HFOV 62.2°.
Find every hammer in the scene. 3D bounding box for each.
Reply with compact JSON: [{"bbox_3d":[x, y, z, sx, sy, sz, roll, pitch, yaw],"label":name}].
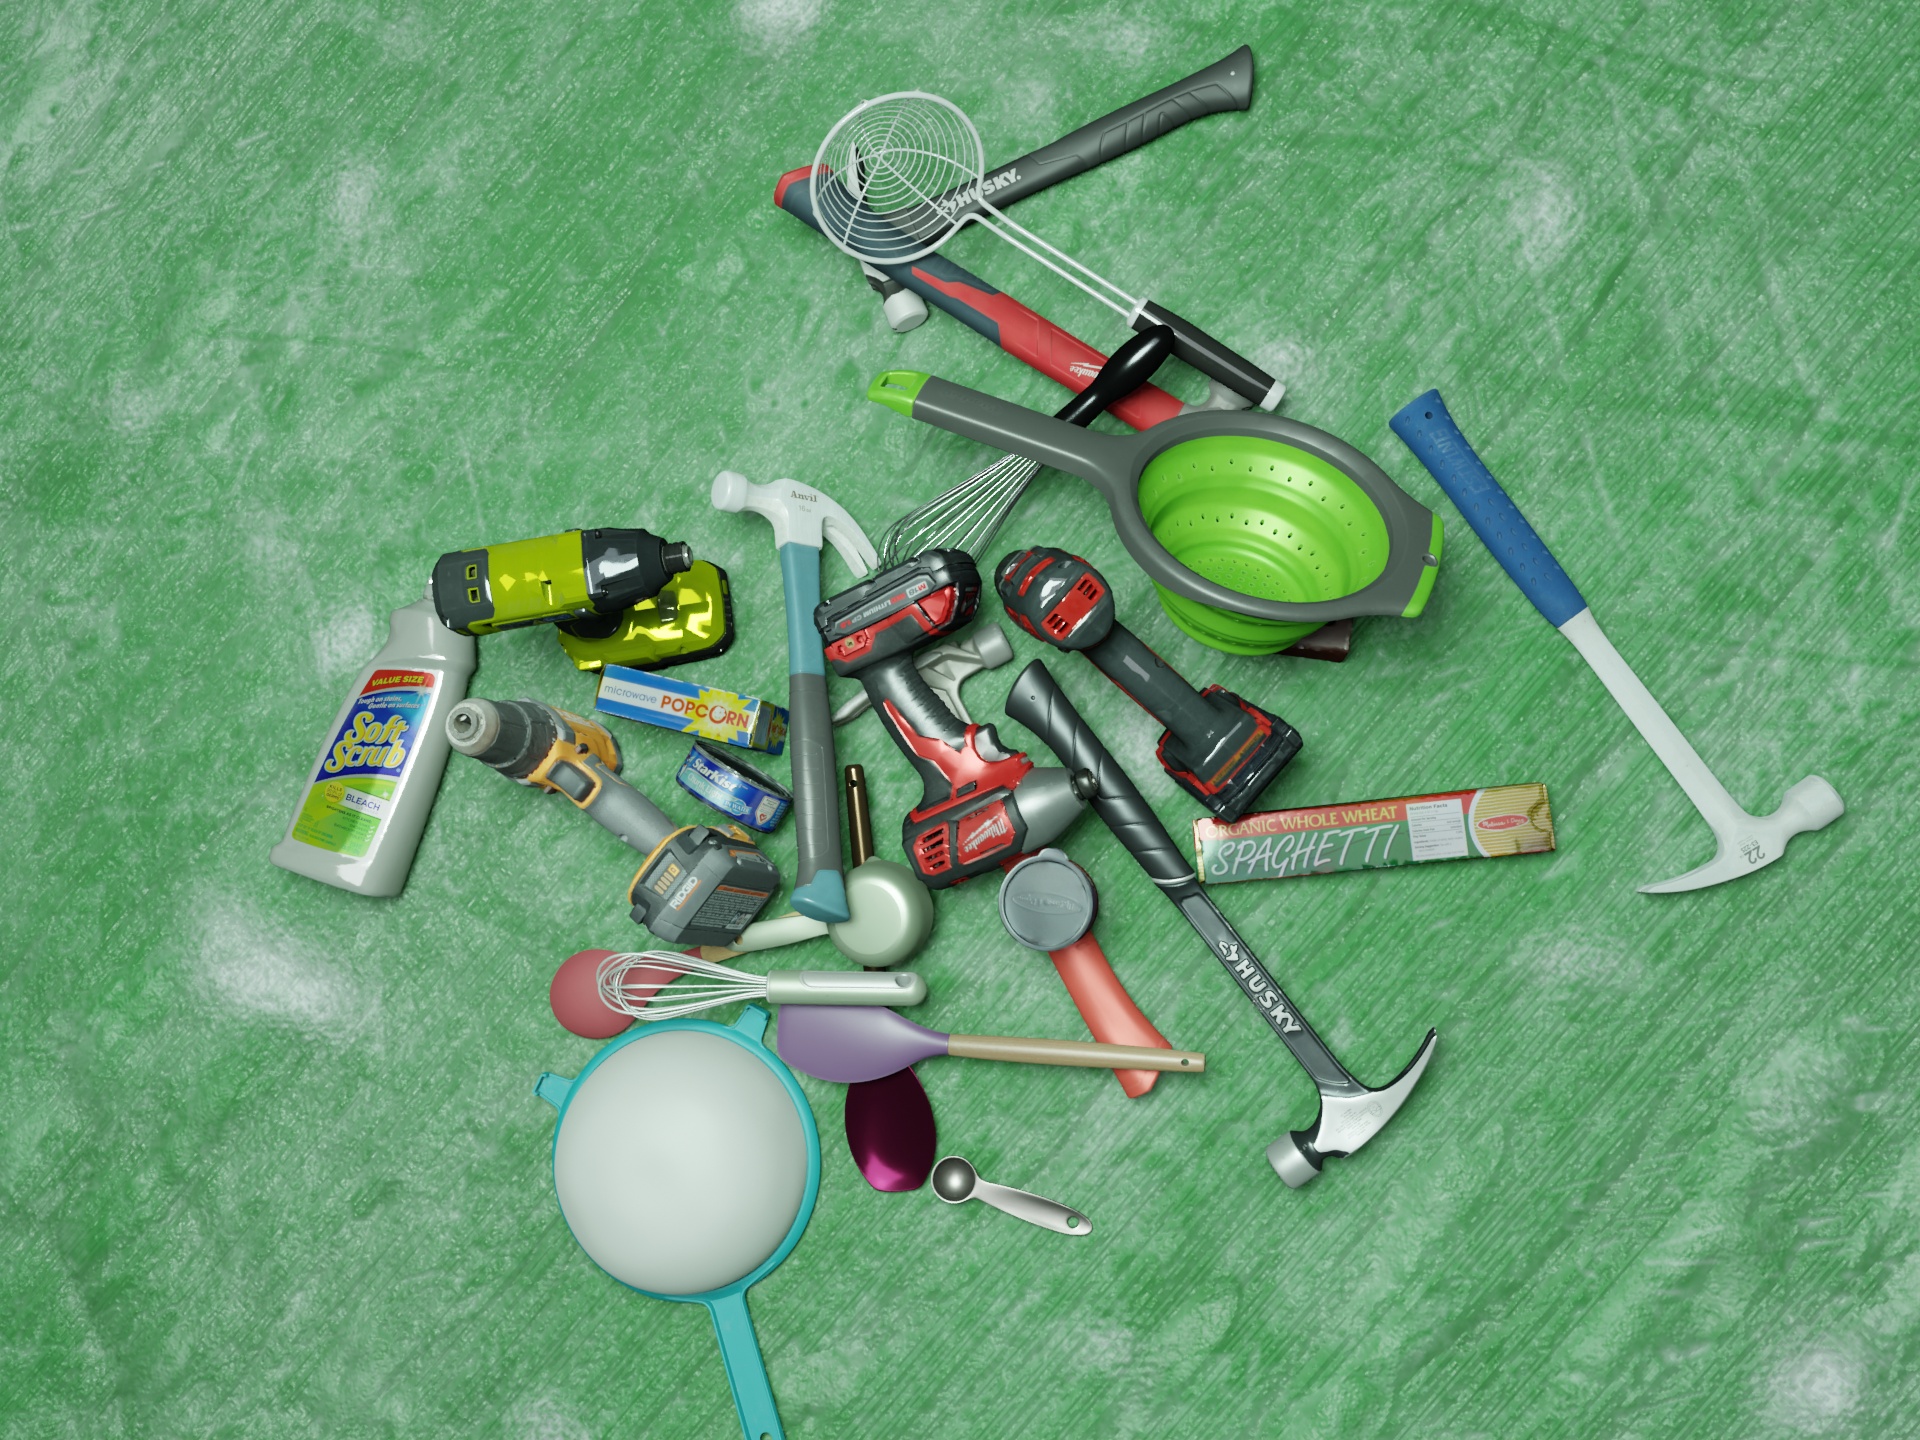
[{"bbox_3d":[0.437,-0.061,1.132,0.144,0.035,0.405,-35,81,4],"label":"hammer"},{"bbox_3d":[0.023,-0.286,1.187,0.386,0.038,0.143,32,91,1],"label":"hammer"},{"bbox_3d":[0.168,0.124,1.128,0.149,0.036,0.409,-39,83,11],"label":"hammer"},{"bbox_3d":[0.070,-0.433,1.222,0.335,0.035,0.146,-24,83,6],"label":"hammer"},{"bbox_3d":[-0.111,-0.018,1.153,0.128,0.033,0.331,7,70,-35],"label":"hammer"},{"bbox_3d":[0.044,0.114,1.176,0.149,0.036,0.359,-29,81,5],"label":"hammer"}]

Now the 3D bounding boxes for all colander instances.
[{"bbox_3d":[0.120,-0.140,1.085,0.397,0.094,0.205,21,49,8],"label":"colander"}]

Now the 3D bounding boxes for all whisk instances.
[{"bbox_3d":[-0.147,0.194,1.164,0.246,0.058,0.059,0,125,5],"label":"whisk"},{"bbox_3d":[0.045,-0.186,1.154,0.284,0.070,0.070,-40,80,19],"label":"whisk"}]

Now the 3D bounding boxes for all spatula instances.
[{"bbox_3d":[0.017,0.238,1.147,0.316,0.018,0.060,1,88,13],"label":"spatula"}]

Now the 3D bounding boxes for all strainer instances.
[{"bbox_3d":[-0.195,0.389,1.157,0.211,0.095,0.340,-19,81,6],"label":"strainer"}]

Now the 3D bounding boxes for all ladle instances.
[{"bbox_3d":[-0.170,0.171,1.209,0.315,0.031,0.069,-19,89,5],"label":"ladle"}]

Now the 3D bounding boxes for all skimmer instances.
[{"bbox_3d":[0.068,-0.313,1.121,0.363,0.090,0.127,32,121,-1],"label":"skimmer"}]

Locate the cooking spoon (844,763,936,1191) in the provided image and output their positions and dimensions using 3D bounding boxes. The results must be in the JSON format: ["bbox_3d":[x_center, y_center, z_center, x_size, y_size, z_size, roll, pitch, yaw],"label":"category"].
[{"bbox_3d":[-0.063,0.191,1.182,0.069,0.017,0.319,-6,90,12],"label":"cooking spoon"}]

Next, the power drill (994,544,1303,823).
[{"bbox_3d":[0.116,-0.040,1.120,0.226,0.188,0.080,40,93,-14],"label":"power drill"}]

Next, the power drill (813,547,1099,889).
[{"bbox_3d":[-0.002,-0.004,1.117,0.143,0.078,0.220,-24,88,17],"label":"power drill"}]

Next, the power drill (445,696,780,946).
[{"bbox_3d":[-0.254,0.063,1.138,0.226,0.185,0.084,38,91,17],"label":"power drill"}]

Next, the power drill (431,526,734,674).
[{"bbox_3d":[-0.250,-0.089,1.143,0.171,0.223,0.080,-9,84,8],"label":"power drill"}]

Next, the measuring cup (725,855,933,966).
[{"bbox_3d":[-0.103,0.150,1.161,0.167,0.038,0.083,-13,88,14],"label":"measuring cup"}]

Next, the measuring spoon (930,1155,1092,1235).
[{"bbox_3d":[0.038,0.351,1.169,0.124,0.018,0.034,19,88,3],"label":"measuring spoon"}]
